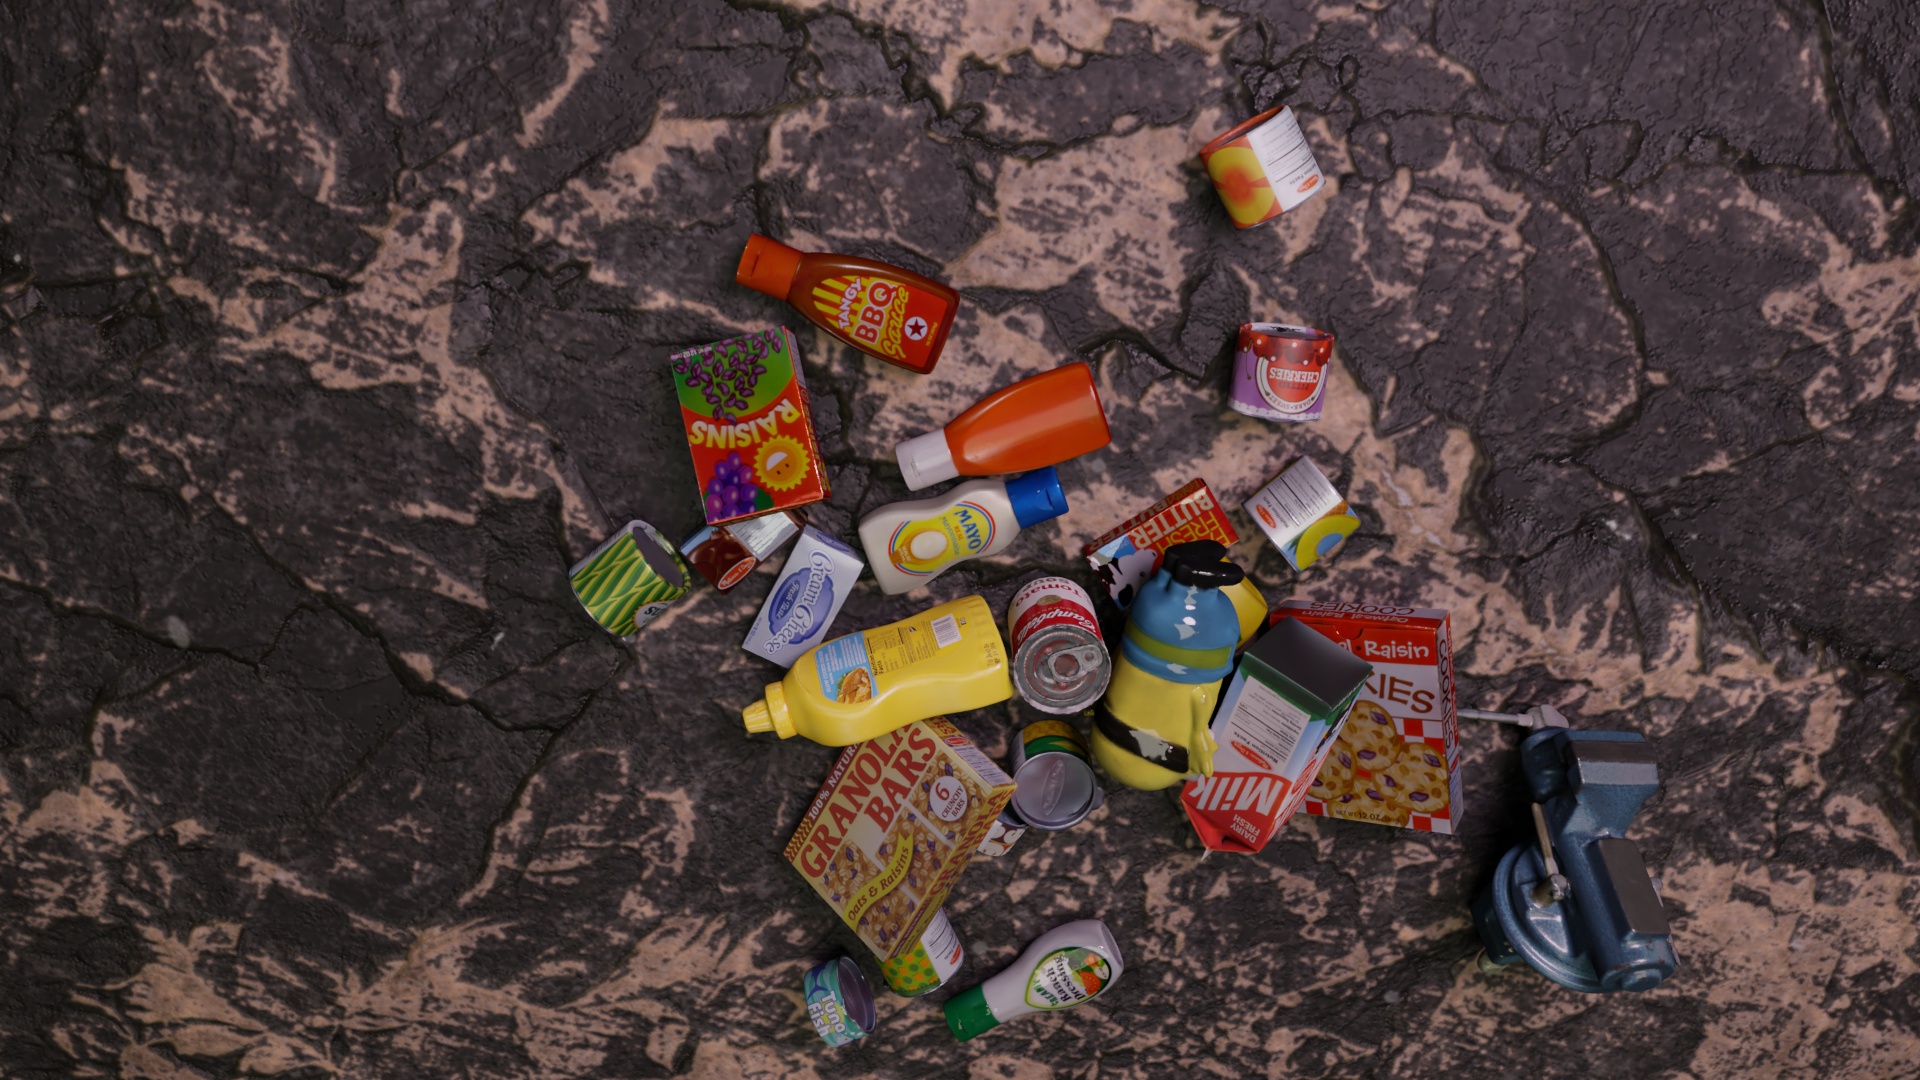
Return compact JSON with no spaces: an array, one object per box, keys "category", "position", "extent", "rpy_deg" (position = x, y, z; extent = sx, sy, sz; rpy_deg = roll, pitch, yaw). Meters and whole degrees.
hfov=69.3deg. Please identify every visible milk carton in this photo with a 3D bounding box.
[{"category":"milk carton","position":[0.224,0.157,1.025],"extent":[0.073,0.073,0.189],"rpy_deg":[34,128,25]}]

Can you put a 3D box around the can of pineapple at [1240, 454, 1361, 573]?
[{"category":"can of pineapple","position":[0.245,-0.019,1.000],"extent":[0.058,0.071,0.071],"rpy_deg":[-40,105,11]}]

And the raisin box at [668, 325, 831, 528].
[{"category":"raisin box","position":[-0.146,-0.078,0.966],"extent":[0.086,0.040,0.123],"rpy_deg":[-13,88,2]}]

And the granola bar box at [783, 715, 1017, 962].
[{"category":"granola bar box","position":[-0.048,0.210,1.046],"extent":[0.124,0.039,0.165],"rpy_deg":[39,107,29]}]

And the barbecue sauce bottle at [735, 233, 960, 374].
[{"category":"barbecue sauce bottle","position":[-0.079,-0.168,0.955],"extent":[0.148,0.044,0.064],"rpy_deg":[20,107,-7]}]

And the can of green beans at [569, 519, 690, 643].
[{"category":"can of green beans","position":[-0.237,0.027,1.003],"extent":[0.058,0.071,0.071],"rpy_deg":[-36,105,10]}]

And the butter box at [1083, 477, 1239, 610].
[{"category":"butter box","position":[0.148,0.003,1.025],"extent":[0.103,0.024,0.053],"rpy_deg":[-32,107,9]}]

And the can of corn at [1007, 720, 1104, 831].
[{"category":"can of corn","position":[0.072,0.179,1.063],"extent":[0.071,0.058,0.071],"rpy_deg":[0,108,-1]}]

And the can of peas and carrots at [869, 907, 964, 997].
[{"category":"can of peas and carrots","position":[-0.041,0.318,1.102],"extent":[0.071,0.071,0.058],"rpy_deg":[-22,107,6]}]

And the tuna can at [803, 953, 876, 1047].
[{"category":"tuna can","position":[-0.097,0.371,1.115],"extent":[0.033,0.071,0.071],"rpy_deg":[-26,107,8]}]

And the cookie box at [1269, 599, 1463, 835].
[{"category":"cookie box","position":[0.302,0.129,1.031],"extent":[0.123,0.040,0.166],"rpy_deg":[2,112,33]}]

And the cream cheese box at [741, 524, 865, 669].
[{"category":"cream cheese box","position":[-0.116,0.044,1.033],"extent":[0.053,0.024,0.103],"rpy_deg":[26,106,-11]}]

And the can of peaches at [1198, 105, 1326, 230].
[{"category":"can of peaches","position":[0.198,-0.247,0.925],"extent":[0.071,0.071,0.058],"rpy_deg":[-29,107,8]}]

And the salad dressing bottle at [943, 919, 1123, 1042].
[{"category":"salad dressing bottle","position":[0.058,0.360,1.129],"extent":[0.147,0.044,0.064],"rpy_deg":[-29,105,8]}]

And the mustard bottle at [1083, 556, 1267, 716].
[{"category":"mustard bottle","position":[0.154,0.083,1.038],"extent":[0.065,0.049,0.160],"rpy_deg":[43,102,-14]}]

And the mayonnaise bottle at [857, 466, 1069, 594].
[{"category":"mayonnaise bottle","position":[0.004,-0.013,1.008],"extent":[0.148,0.041,0.064],"rpy_deg":[-20,105,6]}]

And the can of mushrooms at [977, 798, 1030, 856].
[{"category":"can of mushrooms","position":[0.021,0.208,1.069],"extent":[0.071,0.071,0.033],"rpy_deg":[33,107,-11]}]

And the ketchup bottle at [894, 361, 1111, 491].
[{"category":"ketchup bottle","position":[0.029,-0.075,0.987],"extent":[0.149,0.043,0.064],"rpy_deg":[-18,104,5]}]

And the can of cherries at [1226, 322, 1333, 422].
[{"category":"can of cherries","position":[0.223,-0.117,0.963],"extent":[0.071,0.072,0.058],"rpy_deg":[5,108,-3]}]

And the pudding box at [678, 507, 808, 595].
[{"category":"pudding box","position":[-0.158,-0.006,1.013],"extent":[0.083,0.030,0.049],"rpy_deg":[-40,106,11]}]
